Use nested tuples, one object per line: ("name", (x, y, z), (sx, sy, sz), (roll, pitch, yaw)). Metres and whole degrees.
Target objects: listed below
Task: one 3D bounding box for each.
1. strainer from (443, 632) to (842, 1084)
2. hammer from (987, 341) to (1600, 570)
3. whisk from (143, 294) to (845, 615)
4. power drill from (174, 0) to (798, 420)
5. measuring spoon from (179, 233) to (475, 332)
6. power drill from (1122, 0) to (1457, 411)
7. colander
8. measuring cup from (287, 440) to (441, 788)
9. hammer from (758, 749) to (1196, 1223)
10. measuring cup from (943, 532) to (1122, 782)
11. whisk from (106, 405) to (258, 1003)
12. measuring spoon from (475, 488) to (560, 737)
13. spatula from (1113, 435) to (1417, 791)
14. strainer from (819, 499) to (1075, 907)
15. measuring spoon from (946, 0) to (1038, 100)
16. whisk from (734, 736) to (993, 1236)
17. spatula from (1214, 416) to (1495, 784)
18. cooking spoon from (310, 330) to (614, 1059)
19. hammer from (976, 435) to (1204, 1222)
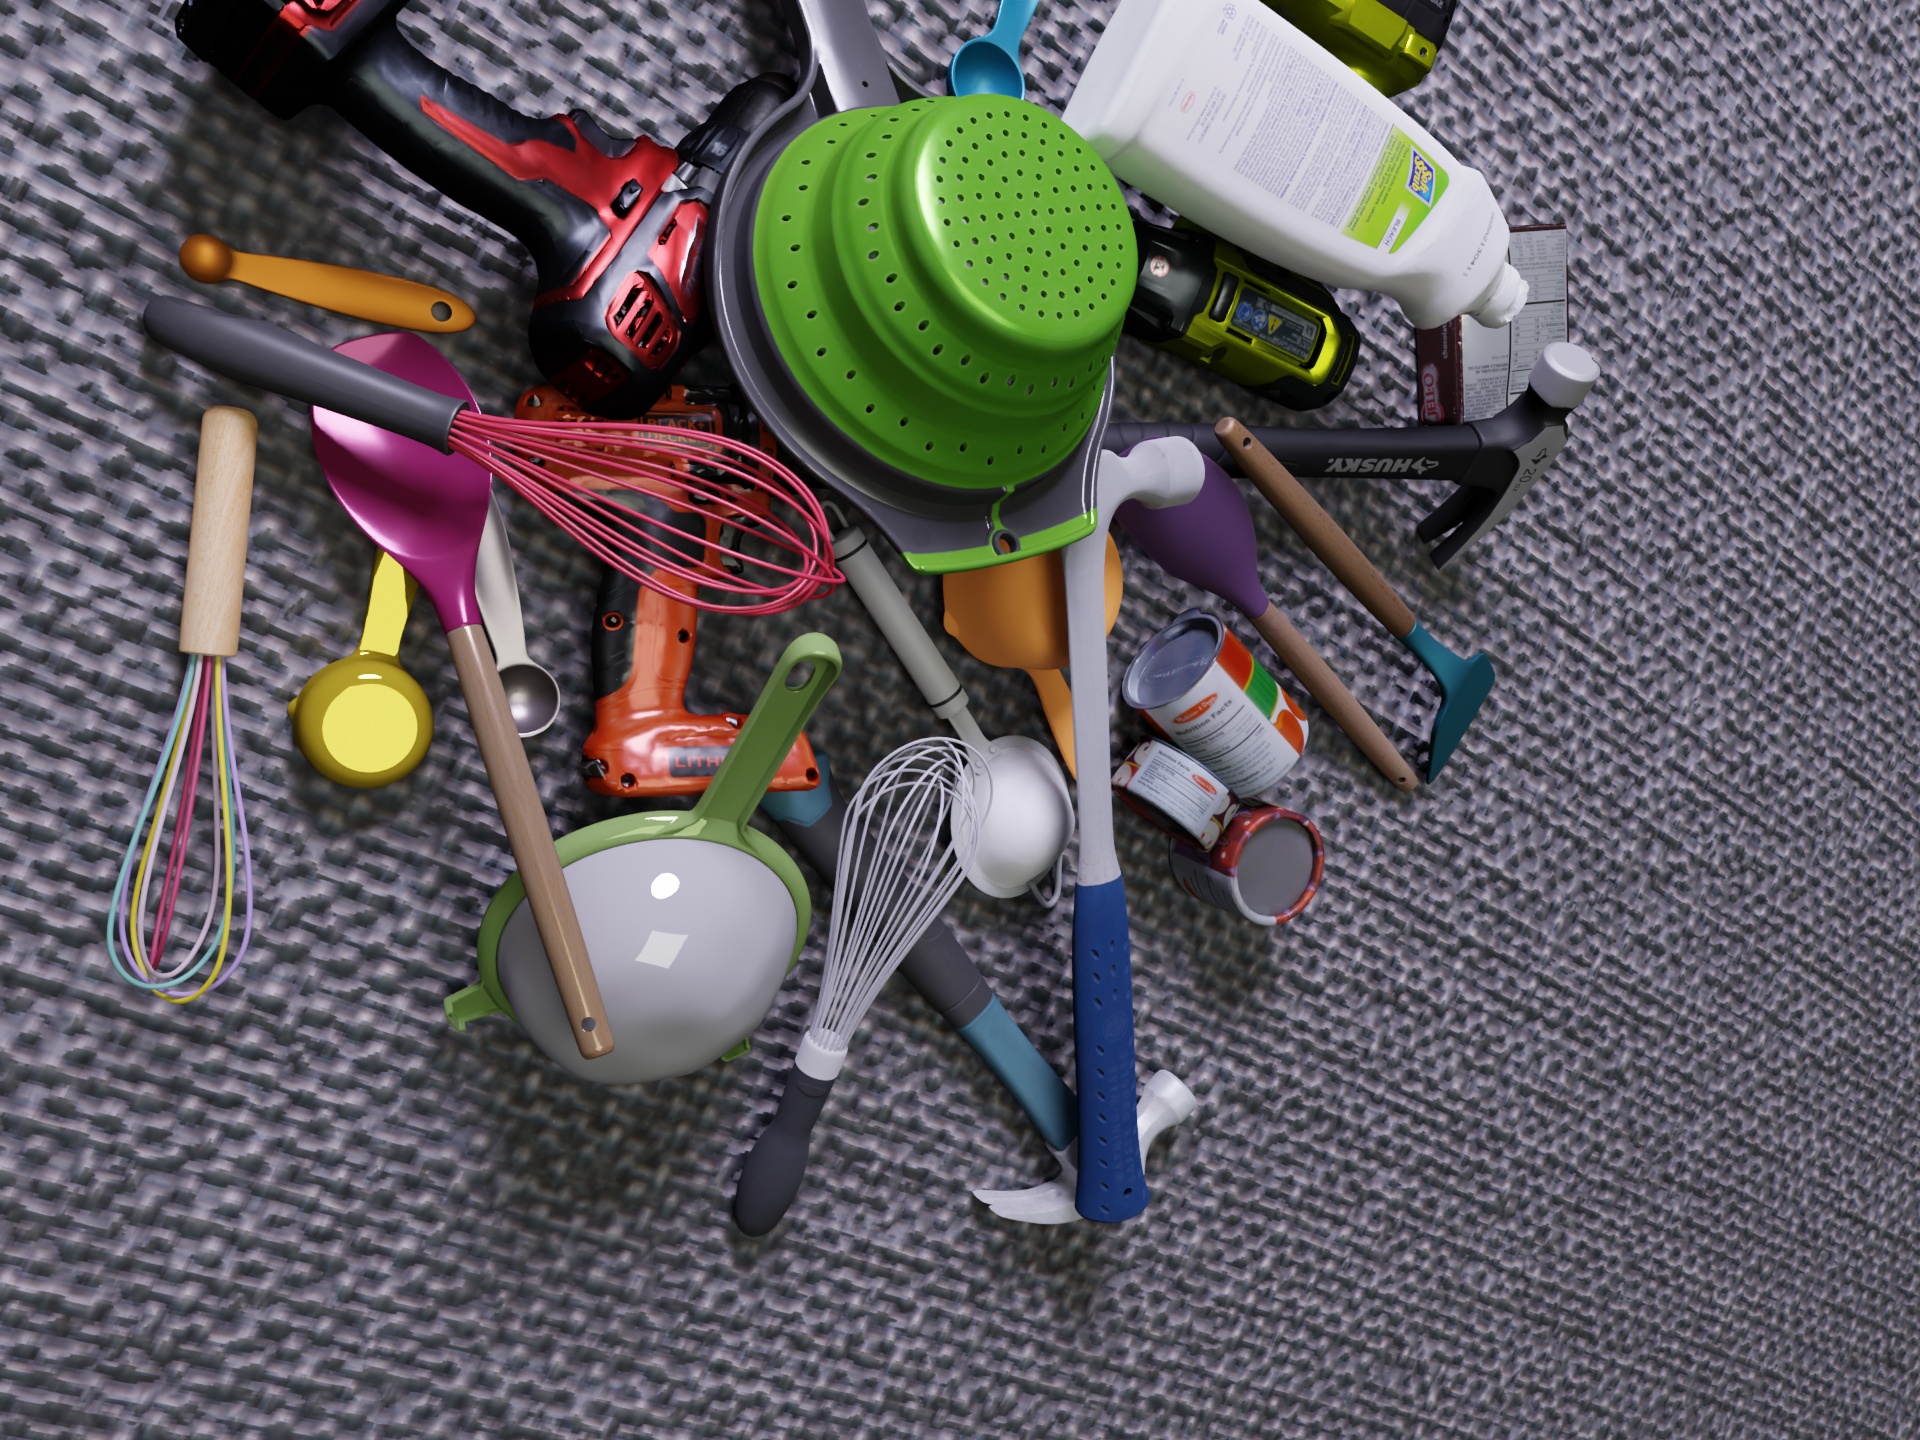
("strainer", (-0.109, 0.078, 0.681), (0.151, 0.069, 0.256), (14, 124, -30))
("hammer", (0.165, -0.139, 0.849), (0.334, 0.035, 0.146), (-3, 143, -17))
("whisk", (-0.184, -0.111, 0.641), (0.296, 0.073, 0.073), (21, 88, -4))
("power drill", (-0.170, -0.258, 0.651), (0.226, 0.080, 0.188), (41, 59, -27))
("measuring spoon", (-0.261, -0.181, 0.662), (0.116, 0.011, 0.021), (7, 95, -28))
("power drill", (0.156, -0.294, 0.825), (0.171, 0.080, 0.223), (17, 93, -28))
("colander", (-0.022, -0.264, 0.663), (0.204, 0.094, 0.397), (-17, 86, -34))
("measuring cup", (-0.244, -0.046, 0.682), (0.062, 0.029, 0.156), (13, 94, -28))
("hammer", (-0.001, 0.141, 0.836), (0.128, 0.033, 0.330), (-44, 114, -16))
("measuring cup", (0.056, -0.033, 0.818), (0.095, 0.052, 0.173), (-36, 114, -30))
("whisk", (-0.314, -0.006, 0.650), (0.051, 0.047, 0.245), (5, 91, -40))
("measuring spoon", (-0.208, -0.053, 0.712), (0.034, 0.018, 0.124), (-14, 97, -23))
("spatula", (0.179, -0.048, 0.881), (0.060, 0.018, 0.315), (-31, 128, 22))
("strainer", (-0.001, -0.003, 0.811), (0.087, 0.050, 0.258), (-45, 113, -31))
("measuring spoon", (0.023, -0.348, 0.784), (0.042, 0.021, 0.129), (25, 77, -29))
("whisk", (-0.057, 0.134, 0.767), (0.070, 0.070, 0.284), (14, 109, -28))
("spatula", (0.225, -0.067, 0.886), (0.317, 0.044, 0.082), (39, 81, -35))
("cooking spoon", (-0.199, -0.013, 0.661), (0.068, 0.017, 0.319), (-18, 84, -17))
("hammer", (0.063, 0.070, 0.796), (0.144, 0.035, 0.405), (-15, 110, -32))
